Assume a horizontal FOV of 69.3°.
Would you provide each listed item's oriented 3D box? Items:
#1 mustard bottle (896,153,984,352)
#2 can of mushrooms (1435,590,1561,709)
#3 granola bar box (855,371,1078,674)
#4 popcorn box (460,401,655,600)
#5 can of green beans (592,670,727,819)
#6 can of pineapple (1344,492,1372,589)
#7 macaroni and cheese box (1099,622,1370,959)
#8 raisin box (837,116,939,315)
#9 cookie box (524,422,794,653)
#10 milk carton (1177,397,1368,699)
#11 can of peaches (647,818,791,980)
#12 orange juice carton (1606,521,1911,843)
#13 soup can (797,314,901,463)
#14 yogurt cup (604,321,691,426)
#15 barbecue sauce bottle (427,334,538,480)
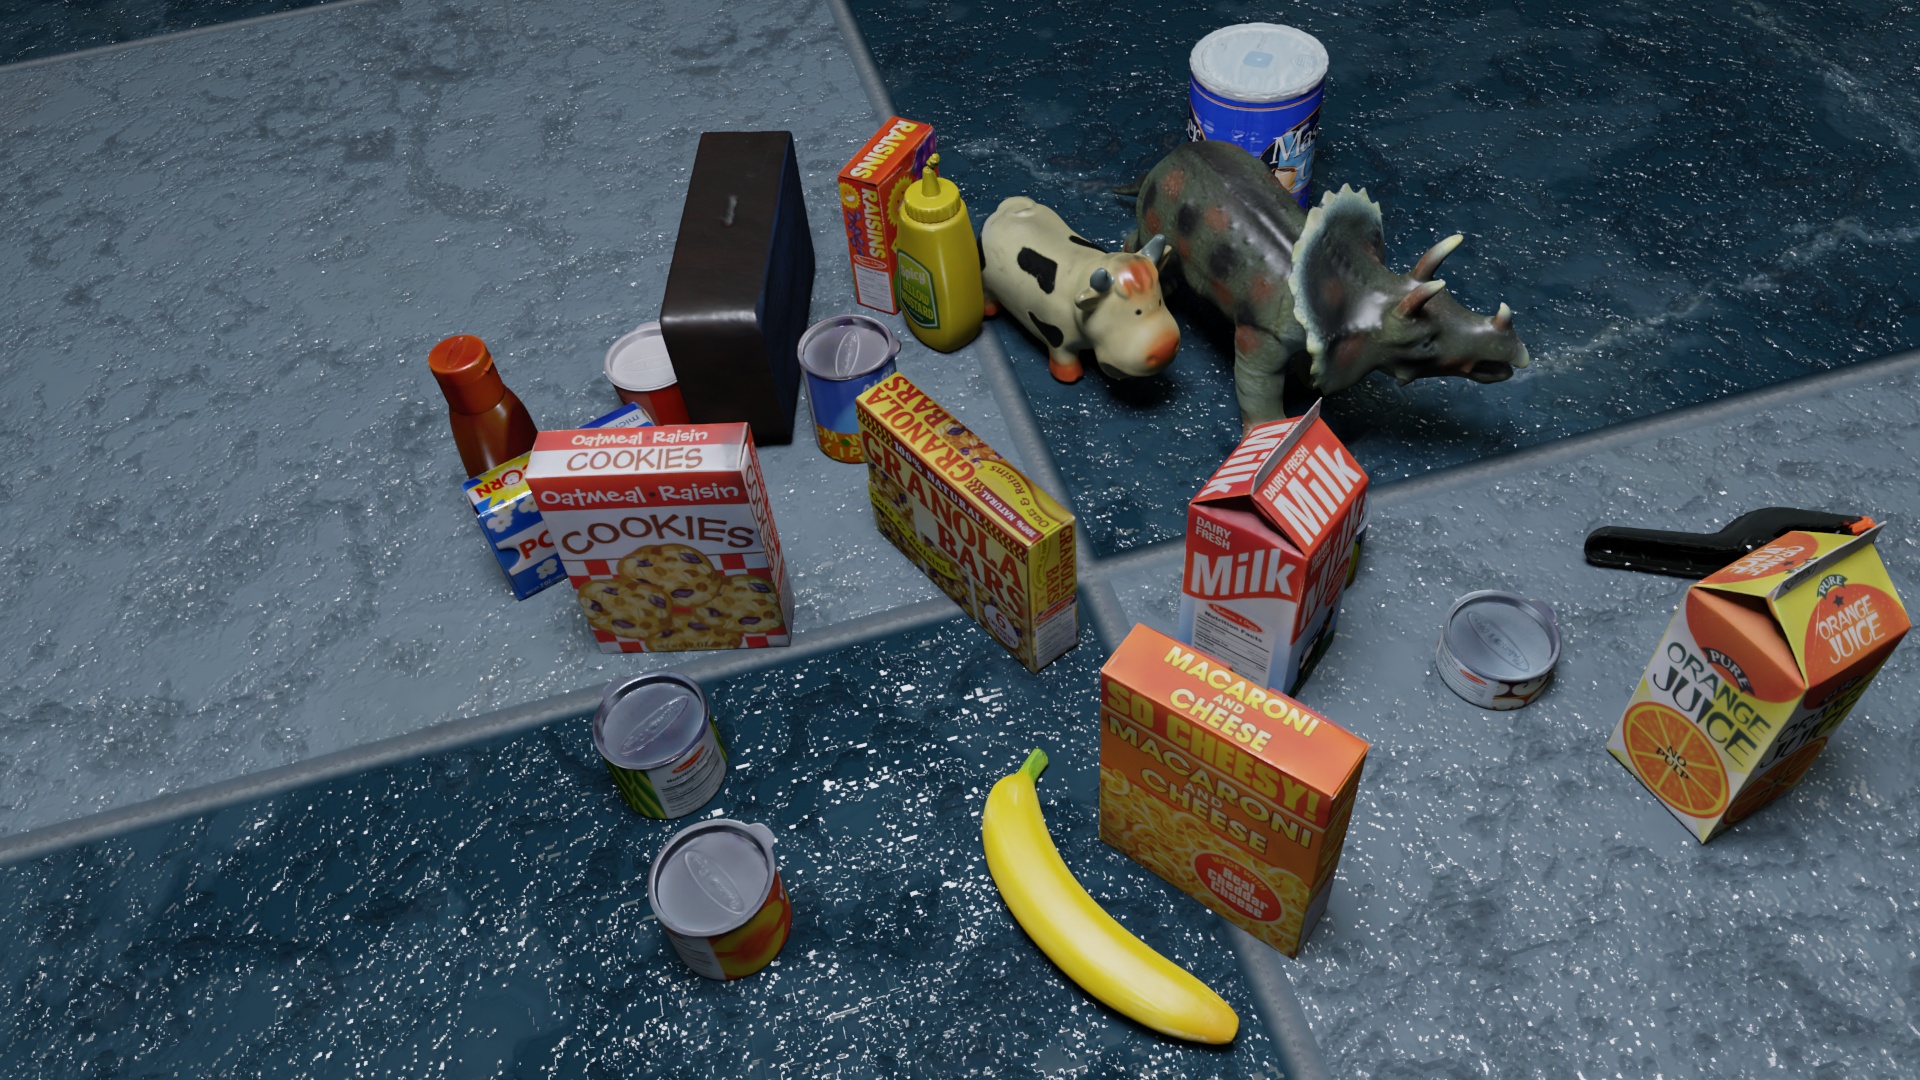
[{"bbox_3d":[-0.018,-0.212,1.010,0.049,0.159,0.065,-36,55,-24],"label":"mustard bottle"},{"bbox_3d":[0.320,0.064,0.823,0.071,0.033,0.071,-3,49,3],"label":"can of mushrooms"},{"bbox_3d":[0.003,-0.011,0.857,0.039,0.123,0.166,-33,54,-22],"label":"granola bar box"},{"bbox_3d":[-0.253,-0.026,0.919,0.127,0.084,0.038,-29,53,-19],"label":"popcorn box"},{"bbox_3d":[-0.173,0.119,0.804,0.071,0.057,0.071,-3,49,3],"label":"can of green beans"},{"bbox_3d":[0.219,-0.005,0.876,0.071,0.057,0.071,-3,49,3],"label":"can of pineapple"},{"bbox_3d":[0.130,0.127,0.697,0.124,0.165,0.040,28,57,26],"label":"macaroni and cheese box"},{"bbox_3d":[-0.051,-0.249,1.070,0.040,0.122,0.086,20,54,21],"label":"raisin box"},{"bbox_3d":[-0.174,0.002,0.833,0.123,0.166,0.040,-2,49,3],"label":"cookie box"},{"bbox_3d":[0.174,0.008,0.781,0.073,0.189,0.073,28,57,26],"label":"milk carton"},{"bbox_3d":[-0.124,0.190,0.737,0.071,0.057,0.071,-3,49,3],"label":"can of peaches"},{"bbox_3d":[0.408,0.066,0.708,0.072,0.191,0.073,-24,51,-15],"label":"orange juice carton"},{"bbox_3d":[-0.073,-0.105,0.972,0.071,0.083,0.072,-3,49,3],"label":"soup can"},{"bbox_3d":[-0.220,-0.116,1.015,0.072,0.053,0.073,-3,49,3],"label":"yogurt cup"},{"bbox_3d":[-0.308,-0.069,0.919,0.044,0.147,0.065,3,50,8],"label":"barbecue sauce bottle"}]
